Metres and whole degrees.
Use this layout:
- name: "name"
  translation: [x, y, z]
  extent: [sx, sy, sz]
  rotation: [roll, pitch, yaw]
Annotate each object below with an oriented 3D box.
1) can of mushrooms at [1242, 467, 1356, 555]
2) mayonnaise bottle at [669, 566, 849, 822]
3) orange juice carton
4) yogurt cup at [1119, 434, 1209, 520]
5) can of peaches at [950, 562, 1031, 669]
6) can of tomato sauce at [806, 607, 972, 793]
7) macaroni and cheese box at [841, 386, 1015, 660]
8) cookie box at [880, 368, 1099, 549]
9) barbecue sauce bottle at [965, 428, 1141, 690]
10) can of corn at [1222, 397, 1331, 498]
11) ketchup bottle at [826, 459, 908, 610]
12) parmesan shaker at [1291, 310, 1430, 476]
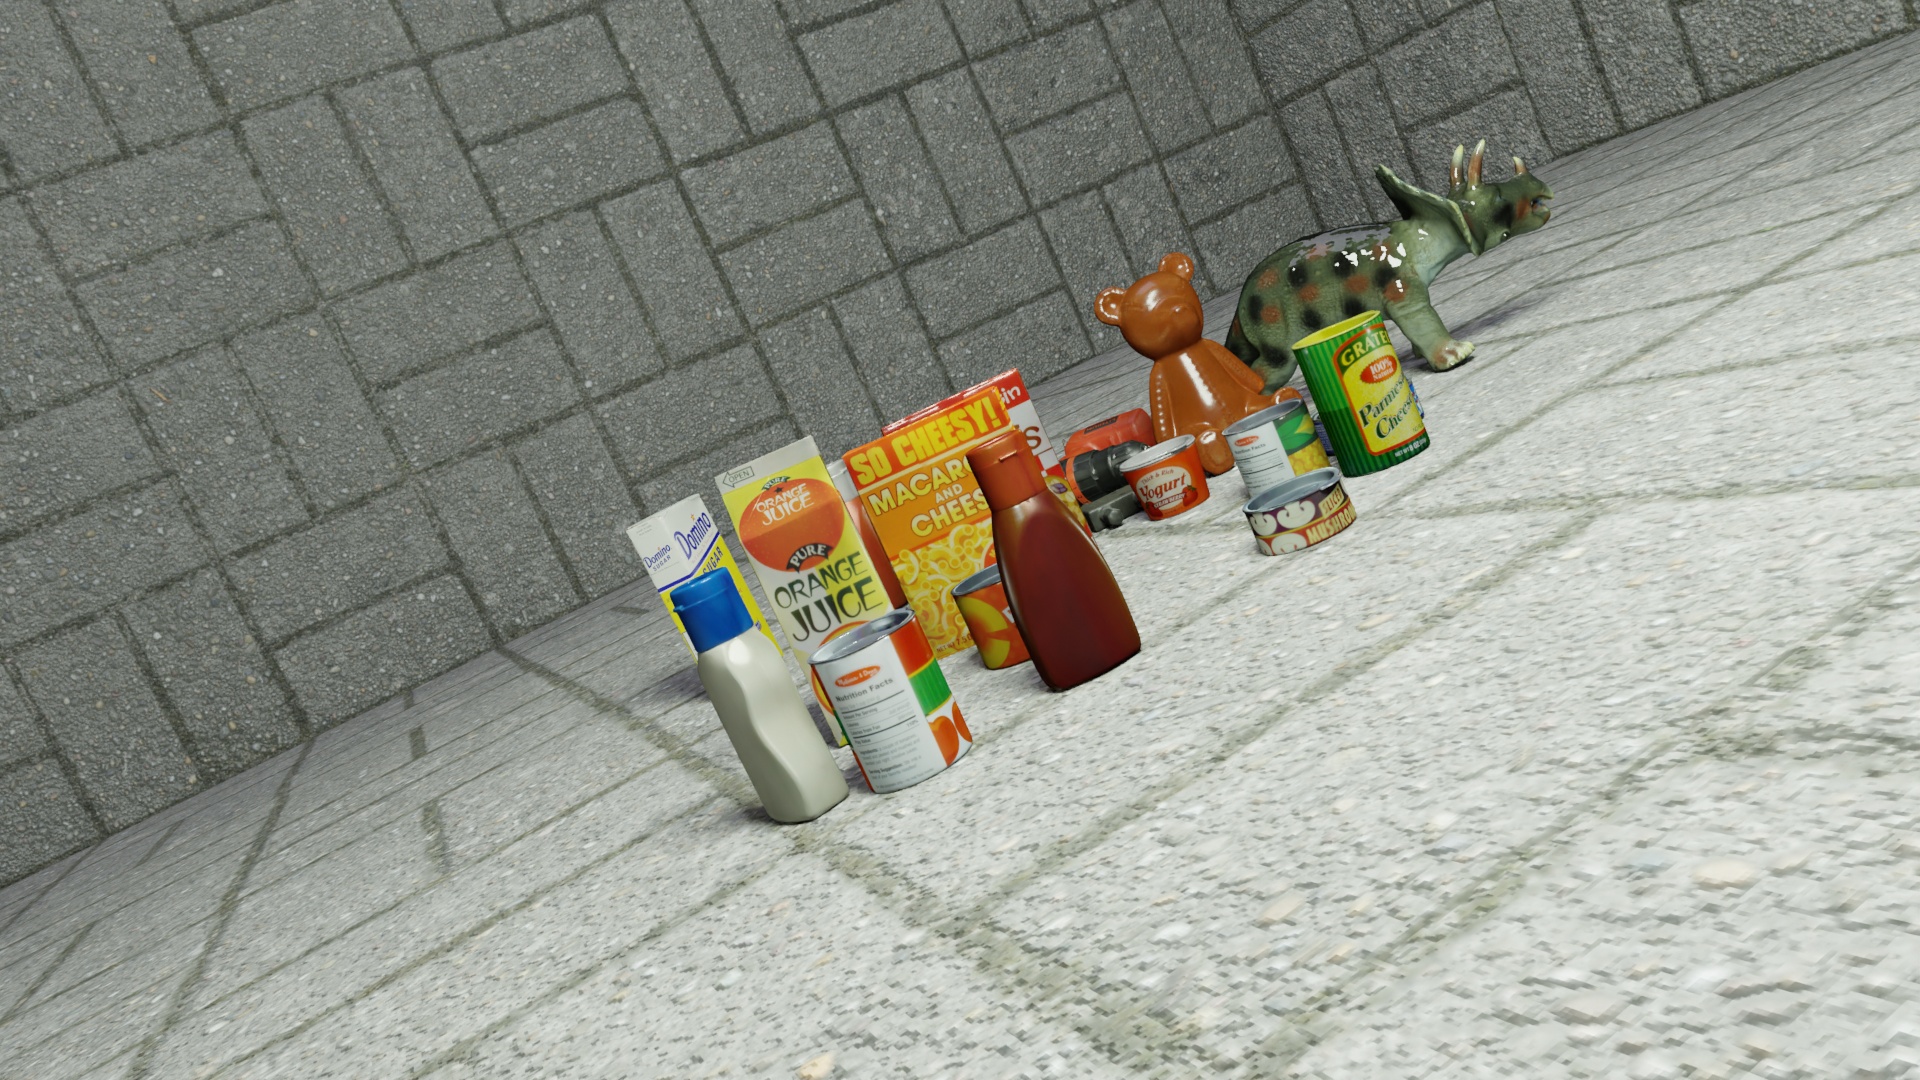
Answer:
- name: "can of mushrooms"
  translation: [0.221, -0.019, 0.897]
  extent: [0.071, 0.033, 0.071]
  rotation: [-24, 8, 4]
- name: "mayonnaise bottle"
  translation: [-0.117, 0.088, 0.793]
  extent: [0.041, 0.148, 0.064]
  rotation: [-30, 9, -34]
- name: "orange juice carton"
  translation: [-0.090, 0.031, 0.924]
  extent: [0.072, 0.192, 0.073]
  rotation: [-25, 8, -4]
- name: "yogurt cup"
  translation: [0.175, -0.052, 1.168]
  extent: [0.072, 0.054, 0.072]
  rotation: [-24, 8, 4]
- name: "can of peaches"
  translation: [0.036, 0.046, 0.931]
  extent: [0.071, 0.058, 0.071]
  rotation: [-24, 8, 4]
- name: "can of tomato sauce"
  translation: [-0.038, 0.089, 0.784]
  extent: [0.071, 0.083, 0.071]
  rotation: [-24, 8, 4]
- name: "macaroni and cheese box"
  translation: [0.004, -0.013, 1.020]
  extent: [0.123, 0.166, 0.040]
  rotation: [-24, 8, 7]
- name: "cookie box"
  translation: [0.024, -0.042, 1.146]
  extent: [0.123, 0.167, 0.040]
  rotation: [-25, 8, -6]
- name: "barbecue sauce bottle"
  translation: [0.049, 0.009, 0.810]
  extent: [0.065, 0.148, 0.043]
  rotation: [-26, 8, -11]
- name: "can of corn"
  translation: [0.245, -0.070, 1.067]
  extent: [0.071, 0.058, 0.071]
  rotation: [-24, 8, 4]
- name: "ketchup bottle"
  translation: [-0.095, -0.002, 1.304]
  extent: [0.043, 0.148, 0.065]
  rotation: [-21, 9, 29]
- name: "parmesan shaker"
  translation: [0.292, -0.106, 1.003]
  extent: [0.071, 0.103, 0.071]
  rotation: [-24, 8, 4]
